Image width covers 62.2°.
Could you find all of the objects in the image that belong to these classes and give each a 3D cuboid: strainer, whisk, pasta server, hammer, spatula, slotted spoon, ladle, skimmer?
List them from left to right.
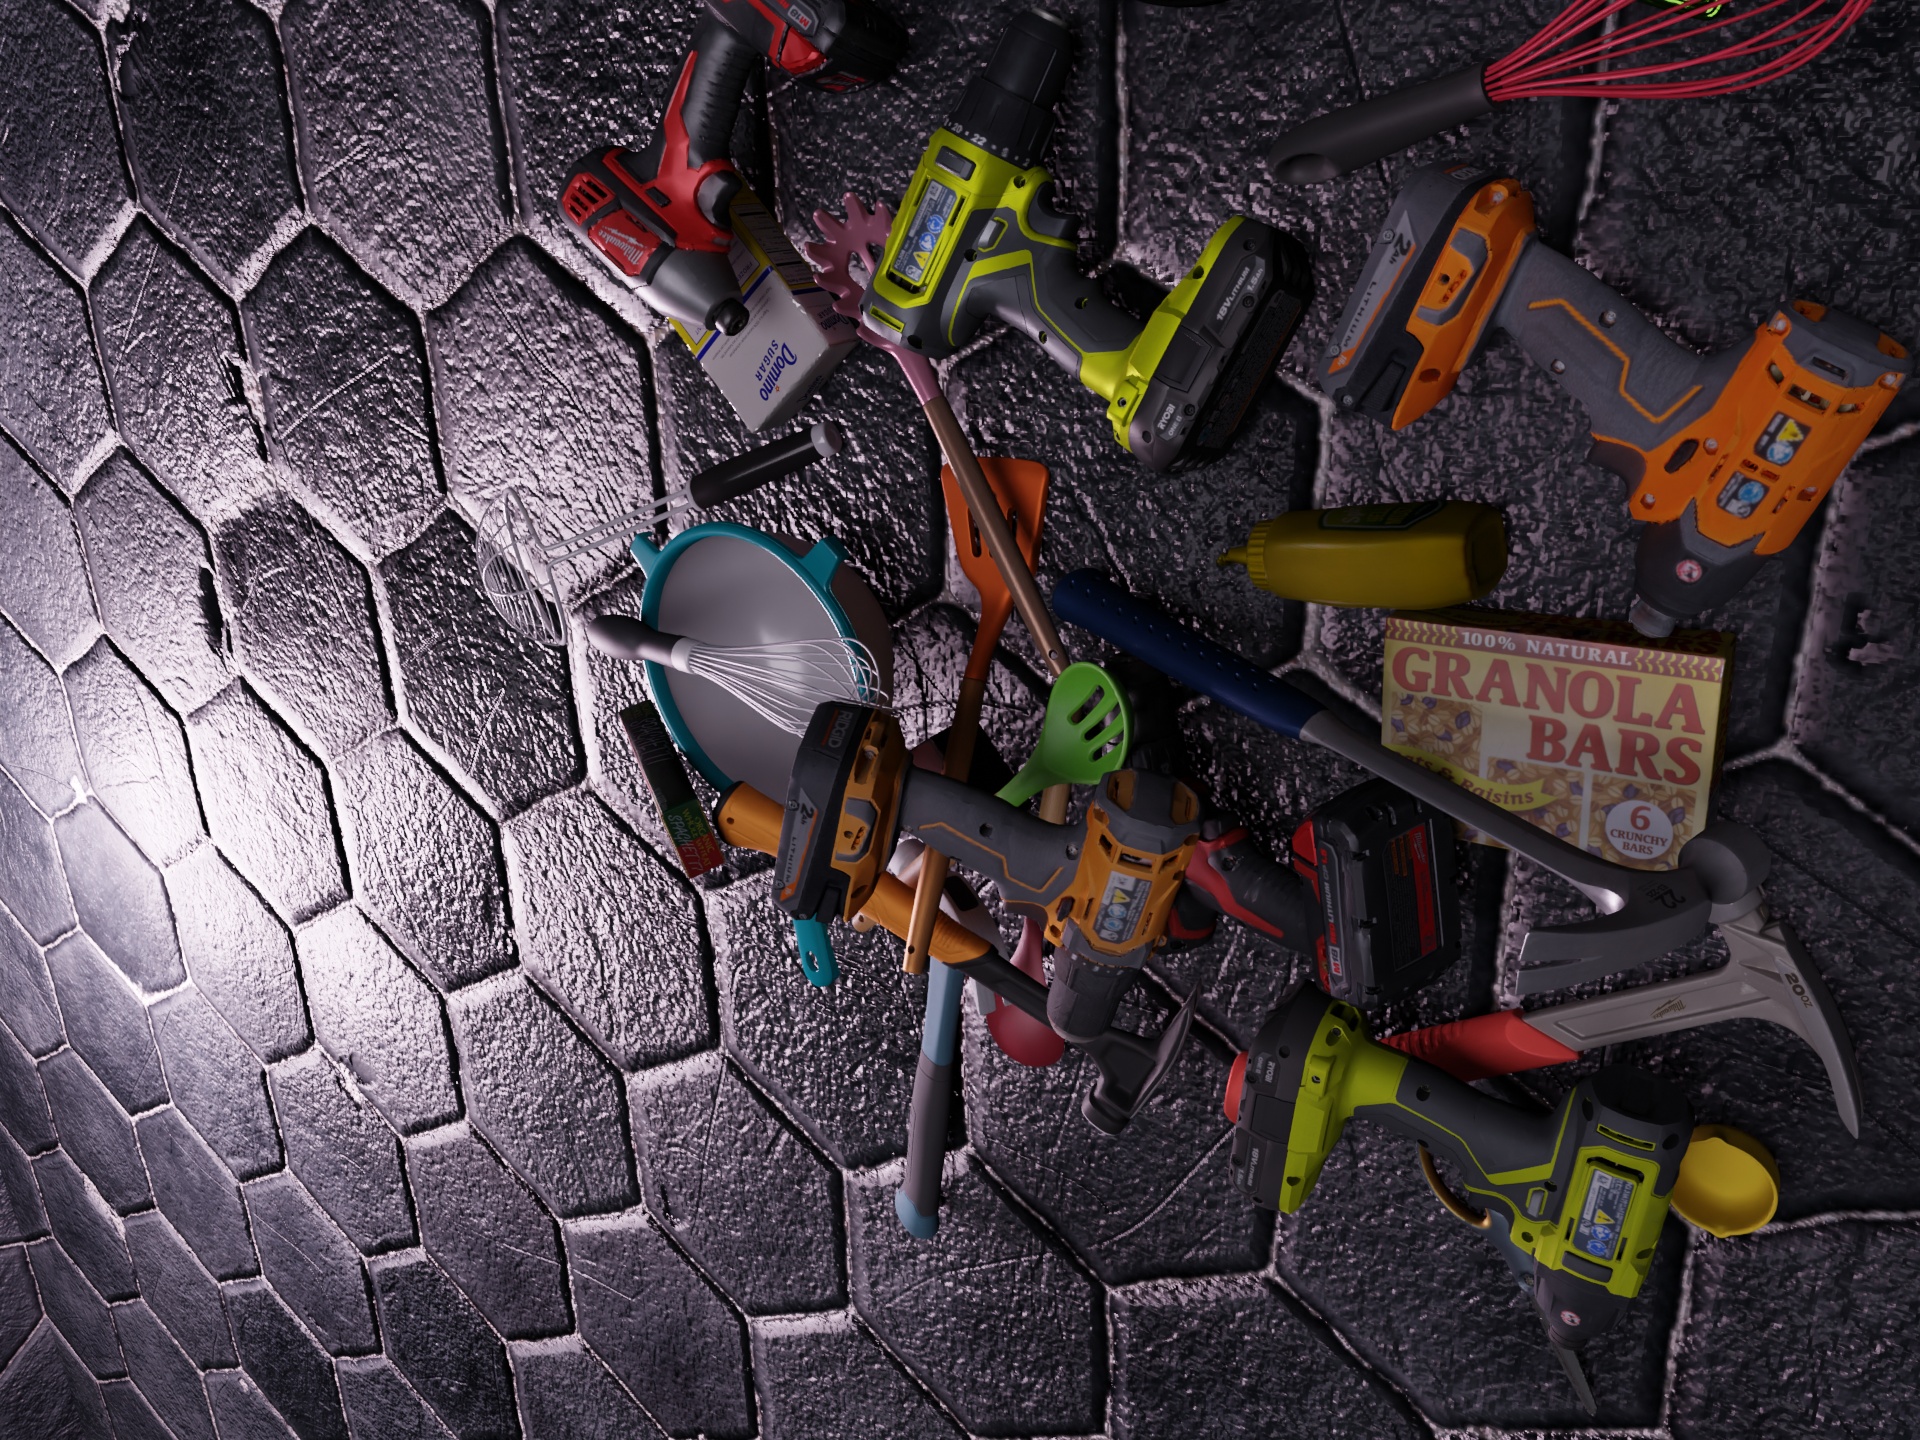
[{"bbox_3d":[-0.222,-0.150,1.158,0.363,0.090,0.127,-17,96,30],"label":"skimmer"},{"bbox_3d":[-0.150,-0.035,1.016,0.285,0.070,0.070,15,118,41],"label":"whisk"},{"bbox_3d":[-0.103,0.017,1.101,0.211,0.095,0.340,6,115,38],"label":"strainer"},{"bbox_3d":[-0.018,0.253,1.165,0.128,0.033,0.330,41,135,43],"label":"hammer"},{"bbox_3d":[-0.011,0.133,1.022,0.337,0.034,0.127,31,123,7],"label":"hammer"},{"bbox_3d":[-0.007,-0.170,0.959,0.060,0.040,0.316,-26,85,12],"label":"pasta server"},{"bbox_3d":[-0.002,-0.003,0.988,0.081,0.041,0.323,8,83,34],"label":"spatula"},{"bbox_3d":[0.014,0.061,1.005,0.313,0.031,0.070,-44,65,42],"label":"slotted spoon"},{"bbox_3d":[0.056,0.107,1.066,0.069,0.031,0.315,24,120,31],"label":"ladle"},{"bbox_3d":[0.188,0.008,0.821,0.406,0.144,0.035,34,136,43],"label":"hammer"},{"bbox_3d":[0.306,0.194,0.910,0.359,0.037,0.149,-26,93,40],"label":"hammer"},{"bbox_3d":[0.254,-0.287,0.703,0.296,0.073,0.073,-2,109,51],"label":"whisk"}]

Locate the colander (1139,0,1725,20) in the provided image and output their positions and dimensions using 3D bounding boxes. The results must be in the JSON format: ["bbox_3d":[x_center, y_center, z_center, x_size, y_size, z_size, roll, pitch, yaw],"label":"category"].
[{"bbox_3d":[0.156,-0.405,0.721,0.397,0.094,0.204,34,126,21],"label":"colander"}]

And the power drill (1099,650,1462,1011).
[{"bbox_3d":[0.164,0.058,0.906,0.227,0.080,0.187,10,114,53],"label":"power drill"}]

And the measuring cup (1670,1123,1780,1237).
[{"bbox_3d":[0.372,0.243,0.887,0.156,0.029,0.062,2,110,37],"label":"measuring cup"}]

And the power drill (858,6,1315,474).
[{"bbox_3d":[0.069,-0.255,0.857,0.229,0.080,0.190,36,112,21],"label":"power drill"}]

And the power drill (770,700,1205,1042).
[{"bbox_3d":[0.010,0.093,0.917,0.226,0.084,0.185,14,125,2],"label":"power drill"}]

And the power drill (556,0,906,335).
[{"bbox_3d":[-0.138,-0.344,0.944,0.143,0.078,0.219,45,115,12],"label":"power drill"}]

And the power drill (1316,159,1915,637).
[{"bbox_3d":[0.289,-0.148,0.746,0.226,0.084,0.164,32,126,17],"label":"power drill"}]

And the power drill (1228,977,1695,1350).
[{"bbox_3d":[0.271,0.247,0.887,0.223,0.080,0.171,17,118,26],"label":"power drill"}]
